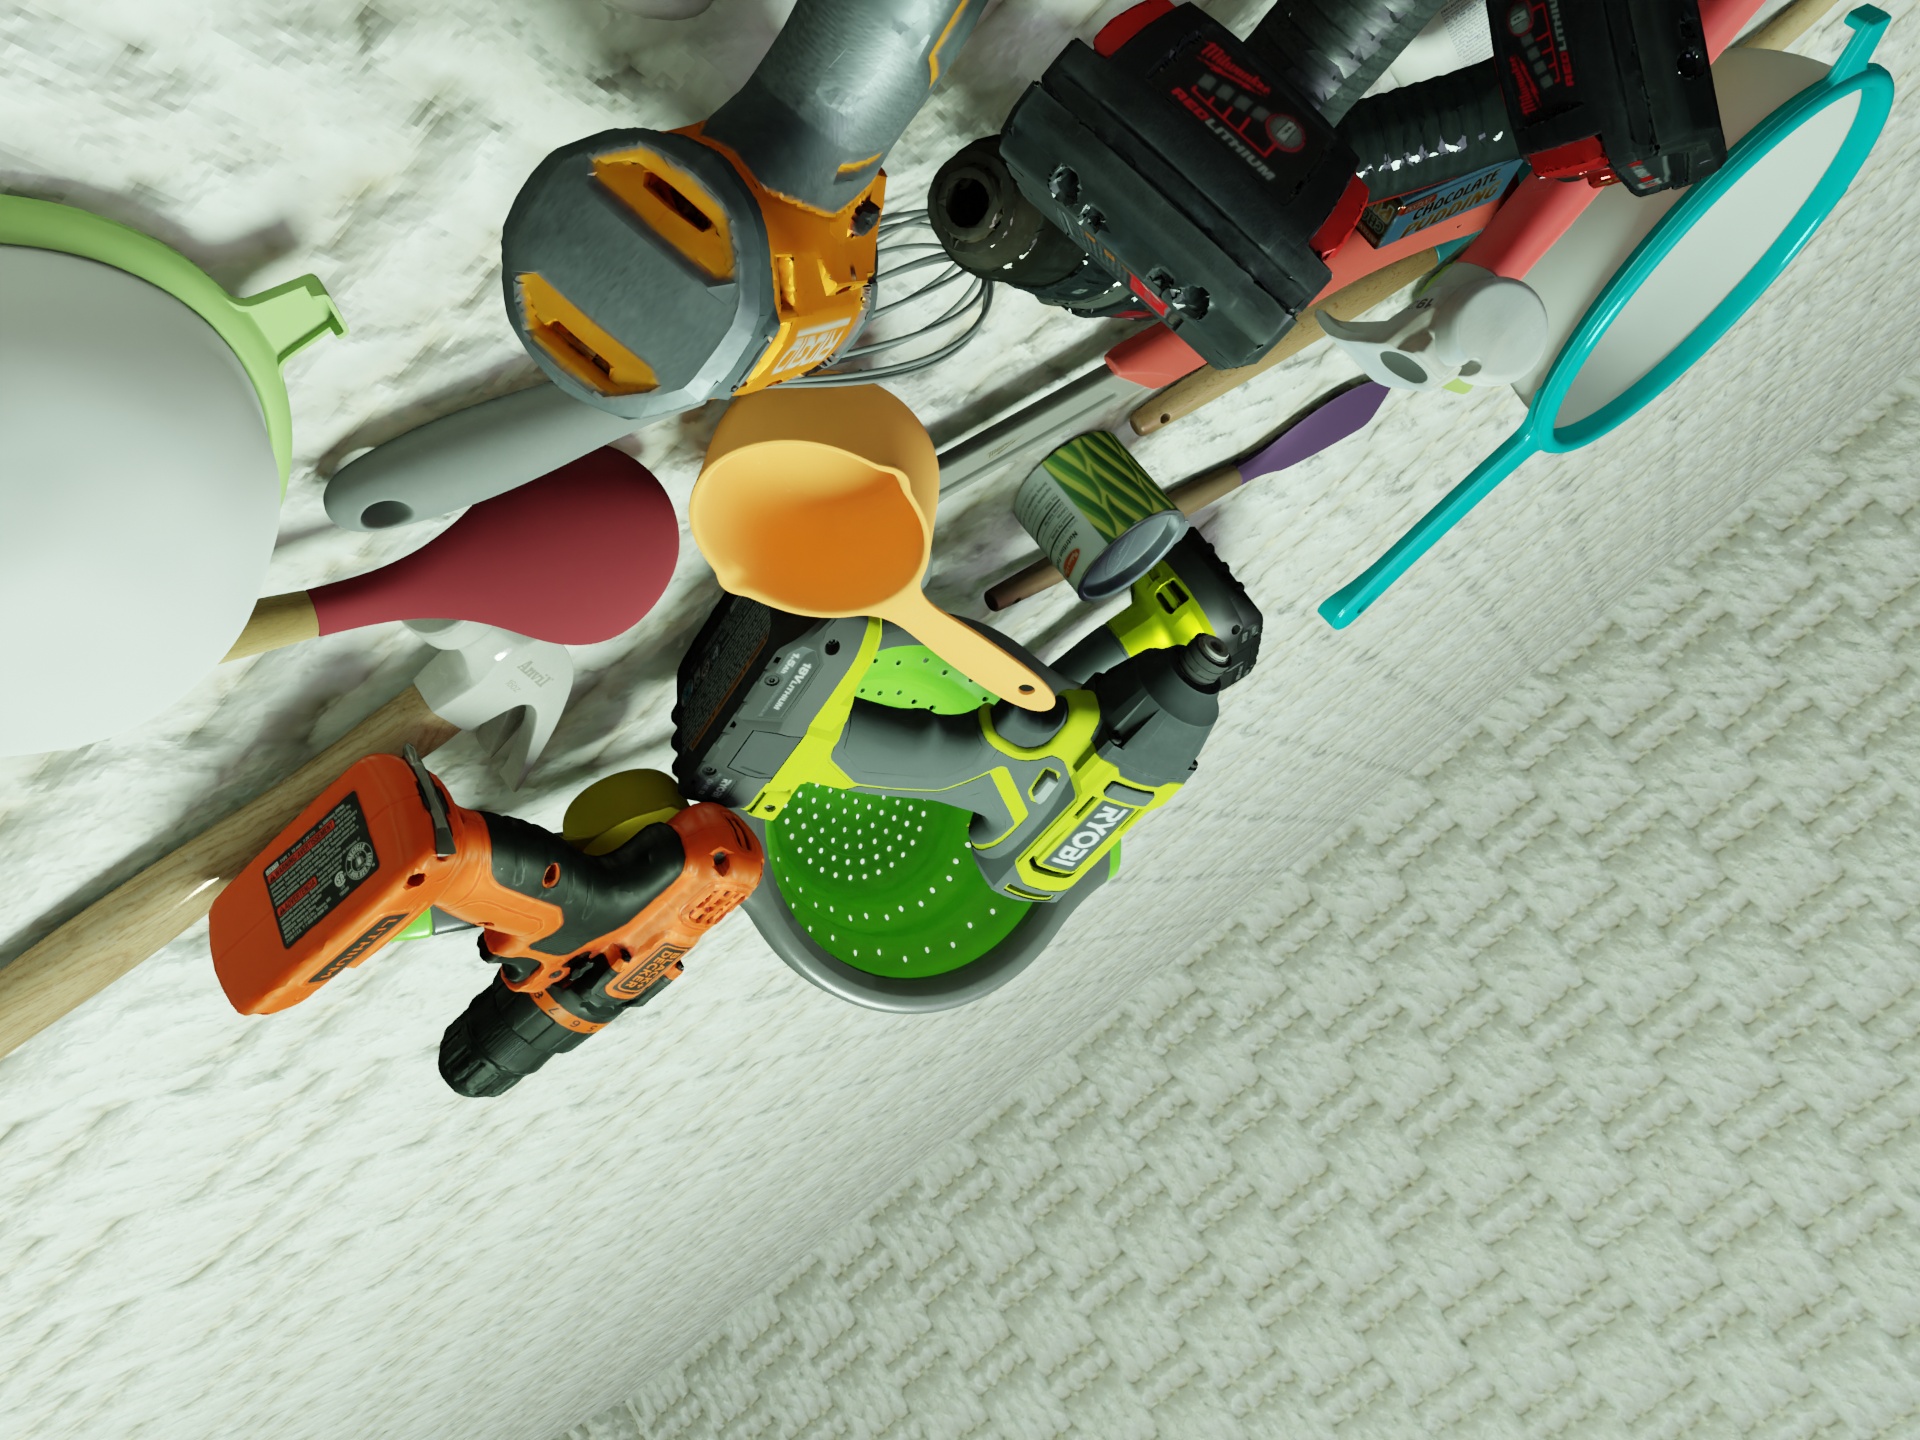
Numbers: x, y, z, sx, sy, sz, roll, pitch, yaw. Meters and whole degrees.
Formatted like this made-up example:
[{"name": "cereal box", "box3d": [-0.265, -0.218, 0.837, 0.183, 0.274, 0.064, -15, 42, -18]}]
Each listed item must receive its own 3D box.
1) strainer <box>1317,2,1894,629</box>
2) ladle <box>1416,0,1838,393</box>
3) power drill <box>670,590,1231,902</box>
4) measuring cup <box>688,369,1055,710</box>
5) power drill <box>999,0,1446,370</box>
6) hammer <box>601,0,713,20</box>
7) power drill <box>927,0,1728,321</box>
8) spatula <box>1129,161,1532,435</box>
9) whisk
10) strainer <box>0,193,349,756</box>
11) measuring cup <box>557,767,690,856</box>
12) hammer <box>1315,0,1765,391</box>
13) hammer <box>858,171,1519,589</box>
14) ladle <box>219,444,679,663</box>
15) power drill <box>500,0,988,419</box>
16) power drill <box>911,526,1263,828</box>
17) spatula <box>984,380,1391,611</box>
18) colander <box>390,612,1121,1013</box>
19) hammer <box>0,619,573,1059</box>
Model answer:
[{"name": "strainer", "box3d": [0.279, -0.192, 0.770, 0.340, 0.095, 0.211, -45, 159, 14]}, {"name": "ladle", "box3d": [0.378, -0.302, 0.884, 0.320, 0.062, 0.078, -40, 176, 0]}, {"name": "power drill", "box3d": [-0.001, -0.002, 0.715, 0.223, 0.080, 0.171, 17, 133, -28]}, {"name": "measuring cup", "box3d": [-0.022, -0.065, 0.604, 0.095, 0.052, 0.173, -27, 131, 36]}, {"name": "power drill", "box3d": [0.110, -0.189, 0.367, 0.219, 0.078, 0.143, -48, -176, 12]}, {"name": "hammer", "box3d": [-0.188, -0.166, 0.213, 0.410, 0.038, 0.146, -21, 155, -38]}, {"name": "power drill", "box3d": [0.113, -0.184, 0.507, 0.227, 0.080, 0.188, -11, -174, 29]}, {"name": "spatula", "box3d": [0.225, -0.224, 0.809, 0.317, 0.044, 0.082, -32, 131, -8]}, {"name": "whisk", "box3d": [-0.089, -0.112, 0.518, 0.239, 0.055, 0.055, -26, 159, -18]}, {"name": "strainer", "box3d": [-0.245, 0.001, 0.395, 0.151, 0.069, 0.256, -6, 135, -48]}, {"name": "measuring cup", "box3d": [-0.181, 0.043, 0.665, 0.156, 0.029, 0.062, 2, 142, -46]}, {"name": "hammer", "box3d": [0.293, -0.285, 0.614, 0.386, 0.038, 0.143, -49, -164, 4]}, {"name": "hammer", "box3d": [0.107, -0.178, 0.713, 0.359, 0.037, 0.149, -31, 161, -13]}, {"name": "ladle", "box3d": [-0.223, -0.027, 0.480, 0.315, 0.069, 0.031, -19, -167, -31]}, {"name": "power drill", "box3d": [-0.007, -0.177, 0.385, 0.226, 0.084, 0.164, -49, -177, 20]}, {"name": "power drill", "box3d": [0.073, -0.011, 1.007, 0.228, 0.080, 0.190, -33, 161, -4]}, {"name": "spatula", "box3d": [0.140, -0.133, 0.919, 0.316, 0.018, 0.059, -29, 160, -26]}, {"name": "colander", "box3d": [-0.109, 0.056, 0.806, 0.397, 0.204, 0.094, -8, -175, -27]}, {"name": "hammer", "box3d": [-0.288, 0.062, 0.595, 0.331, 0.031, 0.130, -36, 161, -2]}]
